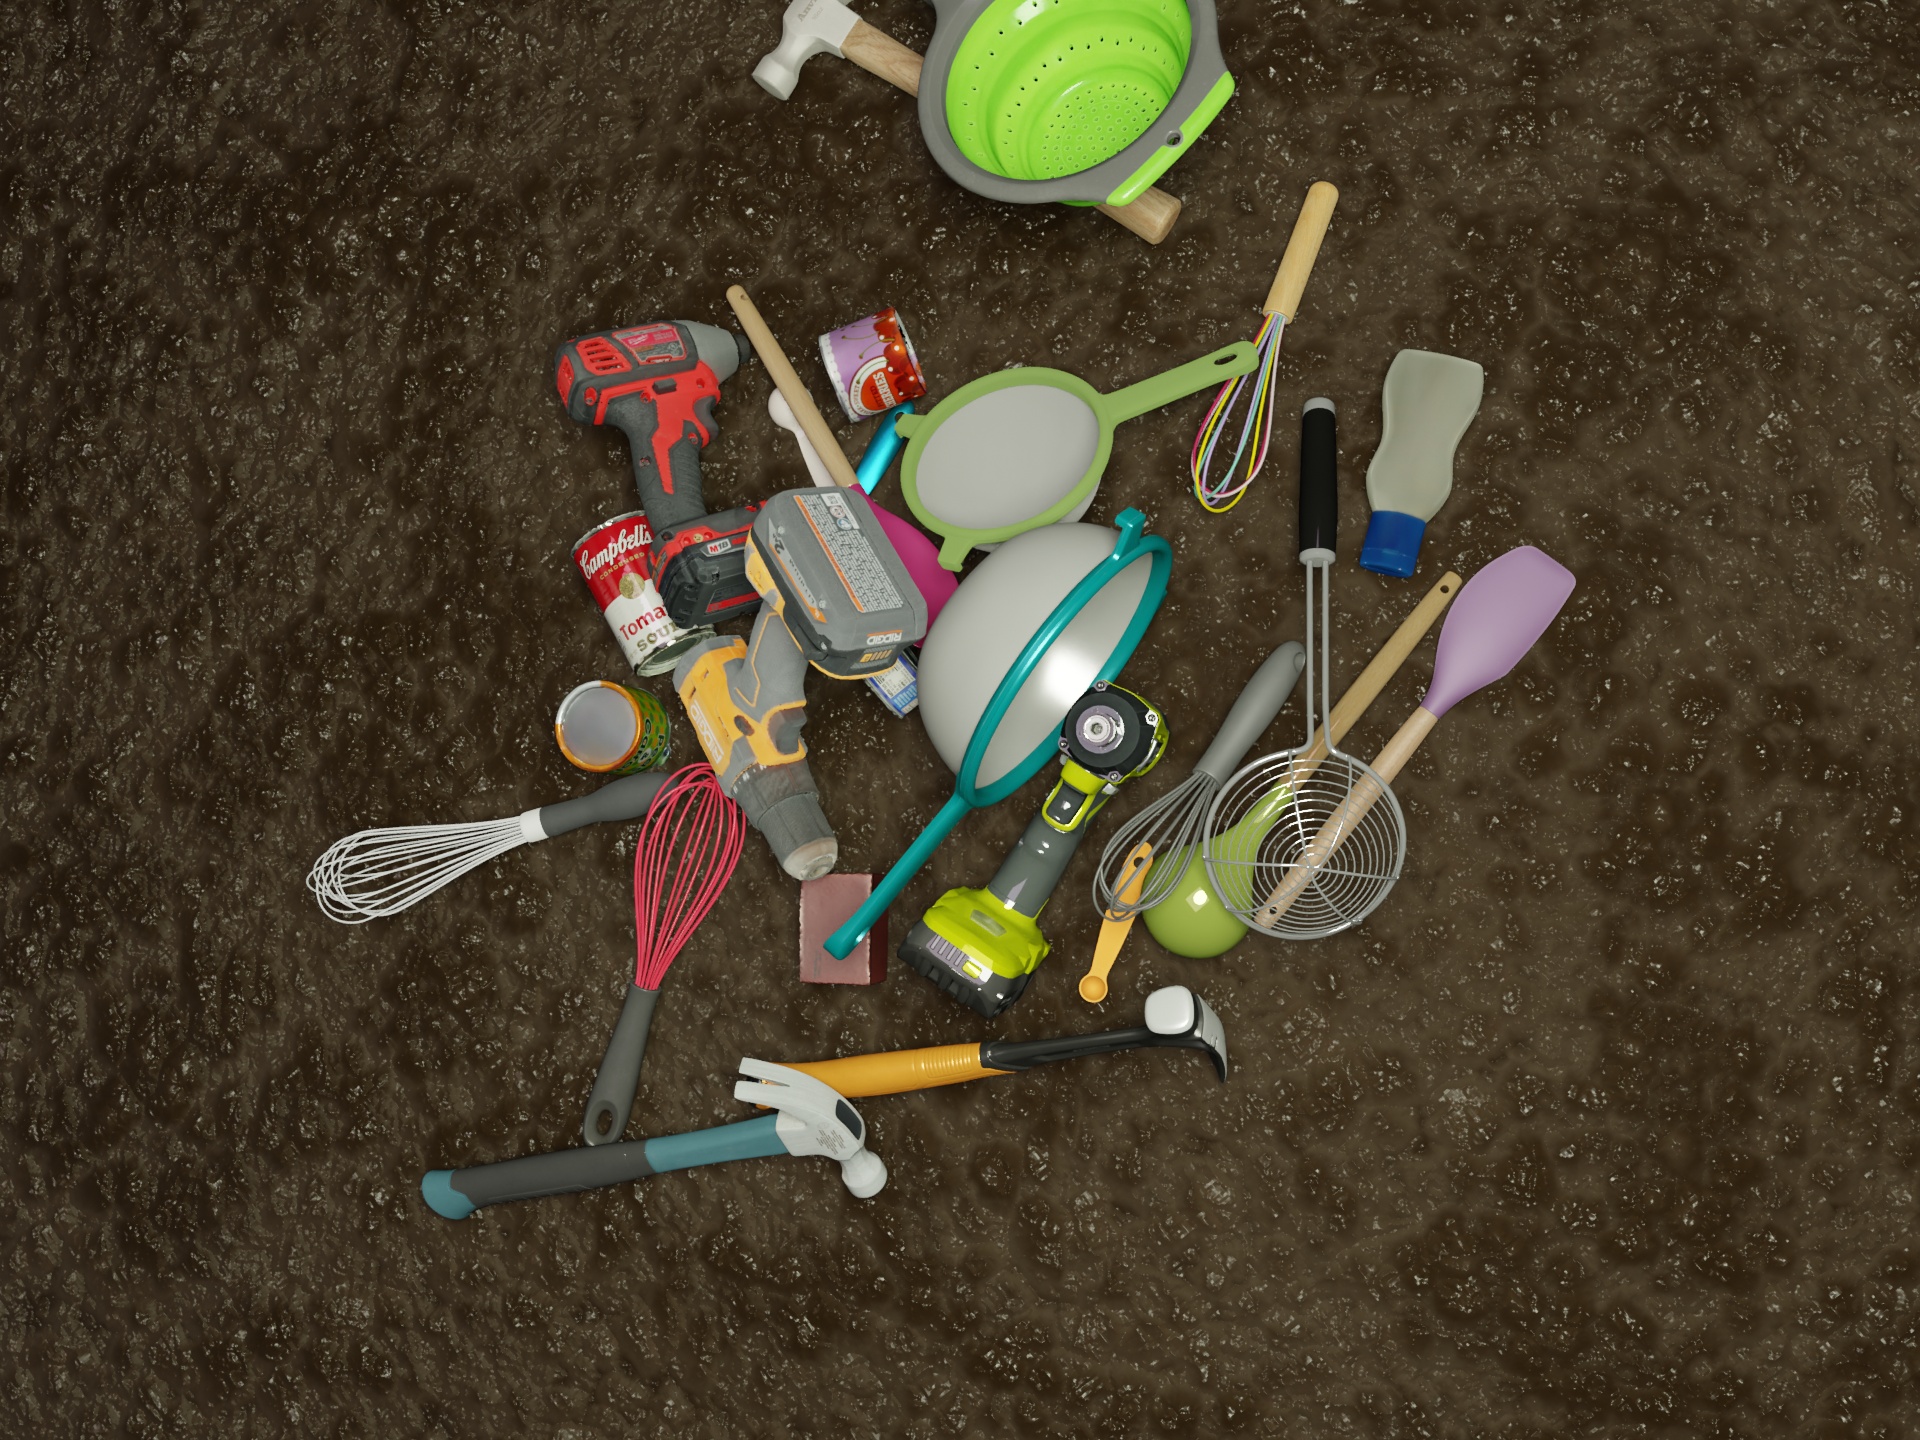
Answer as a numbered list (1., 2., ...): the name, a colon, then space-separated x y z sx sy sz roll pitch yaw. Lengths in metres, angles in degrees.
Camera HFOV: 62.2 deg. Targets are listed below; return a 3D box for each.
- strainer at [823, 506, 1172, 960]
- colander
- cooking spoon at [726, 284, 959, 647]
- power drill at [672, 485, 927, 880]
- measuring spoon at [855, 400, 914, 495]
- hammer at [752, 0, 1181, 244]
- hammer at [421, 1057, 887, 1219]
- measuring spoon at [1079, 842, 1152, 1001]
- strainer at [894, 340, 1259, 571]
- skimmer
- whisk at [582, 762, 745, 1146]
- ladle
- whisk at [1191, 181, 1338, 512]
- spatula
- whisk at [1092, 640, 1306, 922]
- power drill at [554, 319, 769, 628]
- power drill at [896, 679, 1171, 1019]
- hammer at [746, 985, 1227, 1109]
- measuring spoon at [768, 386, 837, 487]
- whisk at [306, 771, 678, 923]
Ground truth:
1. strainer: -0.002 -0.003 1.030 0.095 0.211 0.340 39 89 15
2. colander: 0.031 -0.468 1.102 0.204 0.094 0.397 -46 63 5
3. cooking spoon: -0.089 -0.185 1.133 0.068 0.017 0.319 -22 73 -29
4. power drill: -0.104 -0.018 1.043 0.185 0.084 0.226 60 139 23
5. measuring spoon: -0.067 -0.177 1.147 0.042 0.021 0.128 29 87 -3
6. hammer: 0.015 -0.444 1.154 0.331 0.031 0.130 34 92 10
7. hammer: -0.226 0.309 1.117 0.331 0.033 0.128 -14 125 15
8. measuring spoon: 0.109 0.140 1.105 0.021 0.011 0.117 20 86 11
9. strainer: 0.087 -0.187 1.098 0.256 0.069 0.152 -22 53 5
10. skimmer: 0.230 -0.041 1.056 0.127 0.090 0.364 5 66 3
11. whisk: -0.219 0.171 1.137 0.073 0.073 0.296 19 95 11
12. ladle: 0.236 0.028 1.080 0.078 0.062 0.320 38 86 12
13. whisk: 0.214 -0.258 1.105 0.047 0.051 0.245 22 85 -10
14. spatula: 0.299 0.014 1.075 0.060 0.018 0.316 38 91 11
15. whisk: 0.162 0.036 1.056 0.055 0.055 0.239 34 71 11
16. power drill: -0.184 -0.186 1.128 0.143 0.078 0.220 -19 74 -28
17. power drill: 0.055 0.077 1.039 0.080 0.171 0.223 33 95 11
18. hammer: 0.011 0.232 1.079 0.337 0.127 0.034 -11 61 19
19. measuring spoon: -0.106 -0.193 1.162 0.034 0.018 0.124 -28 82 7
20. whisk: -0.342 0.086 1.167 0.284 0.070 0.070 -16 83 3
